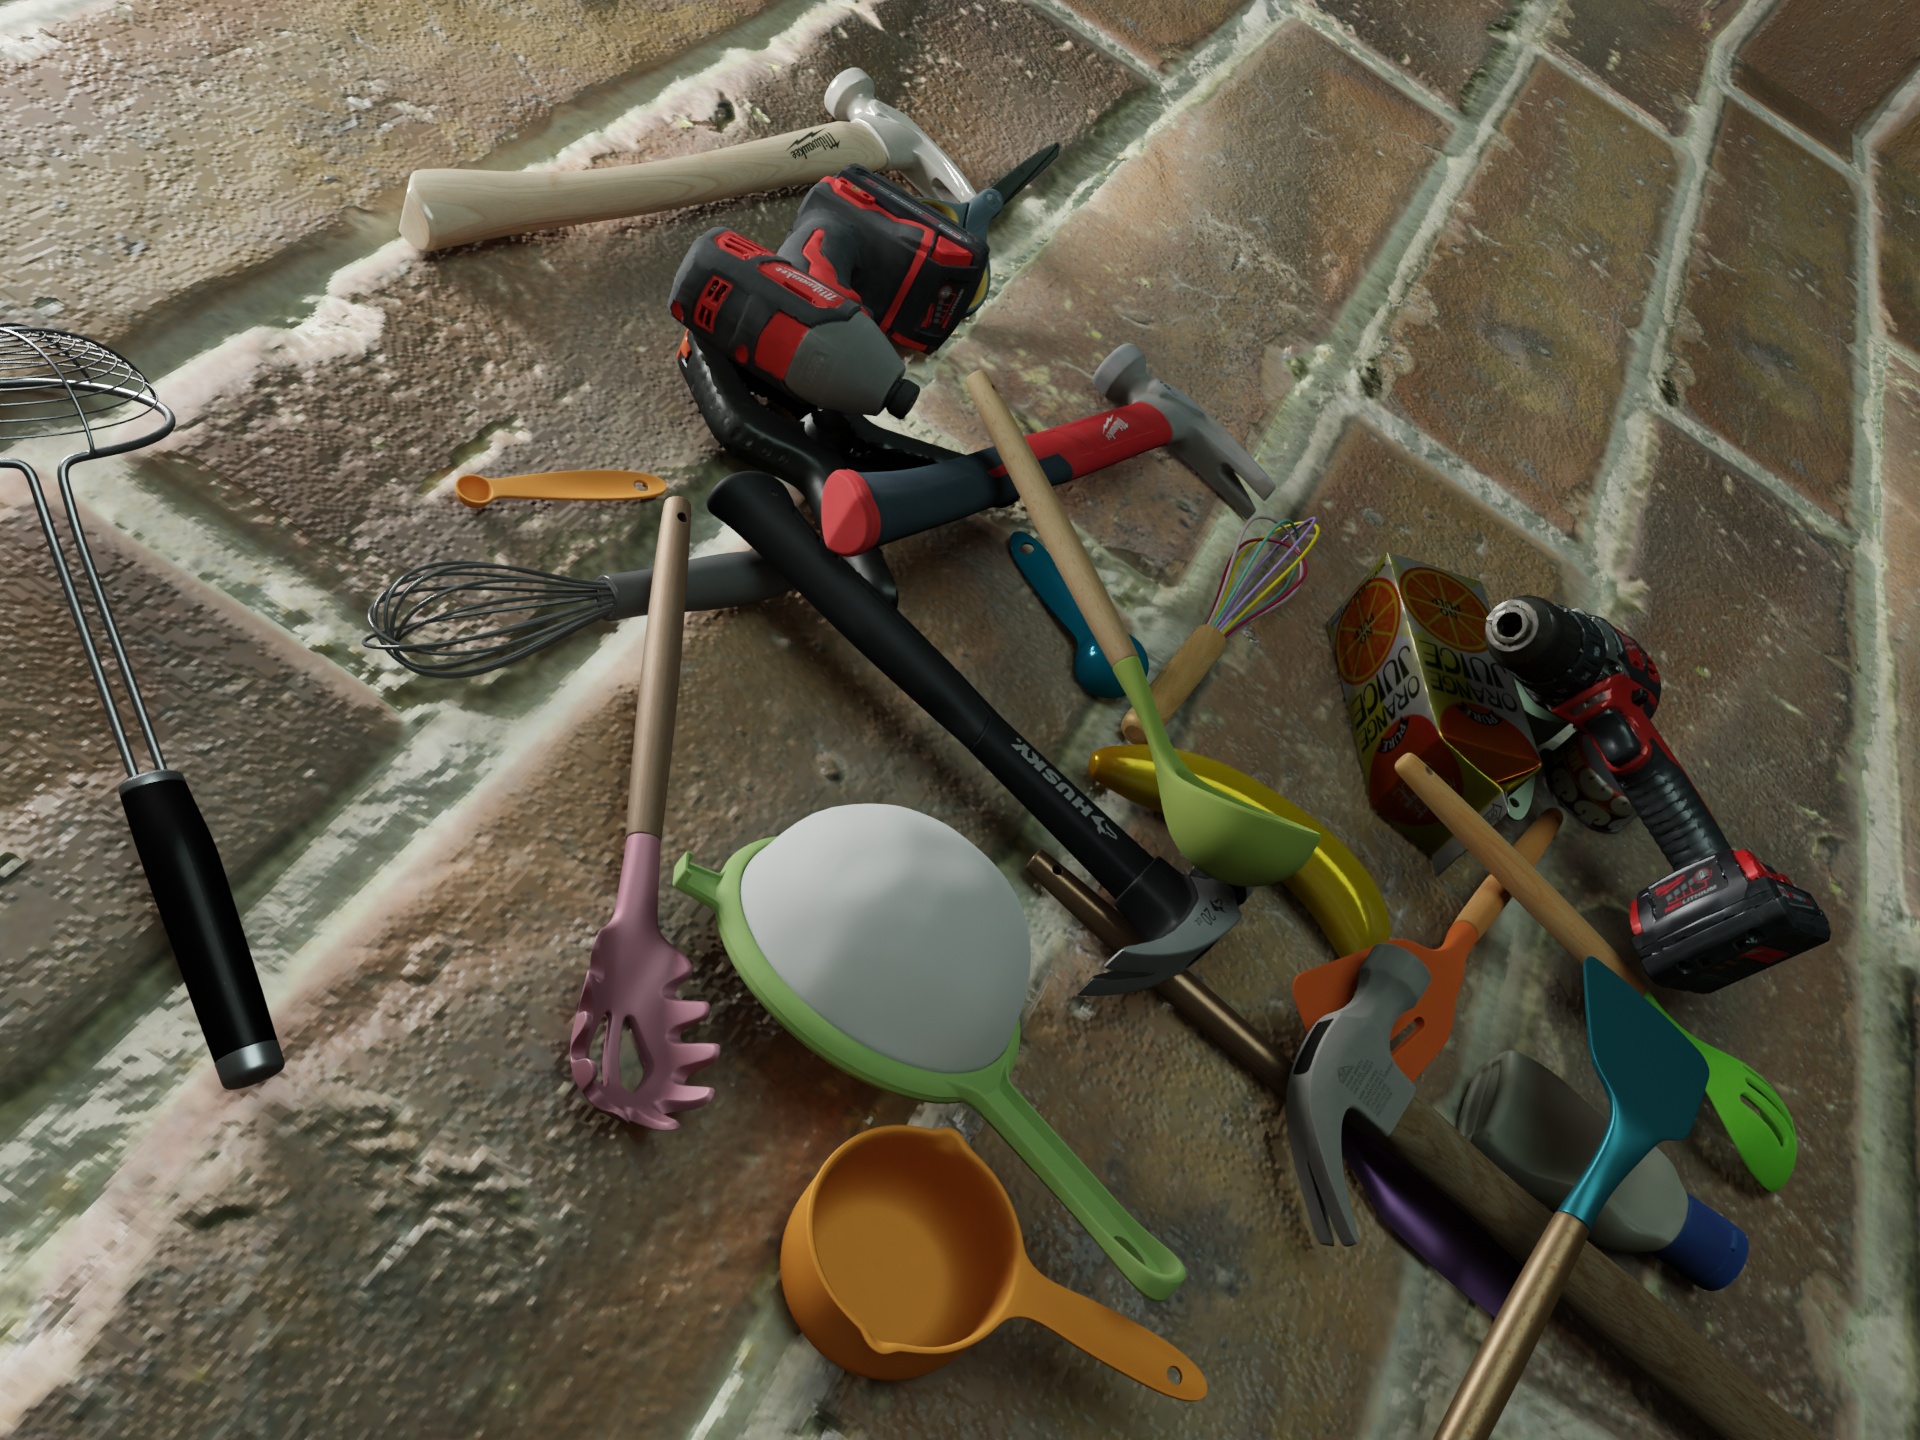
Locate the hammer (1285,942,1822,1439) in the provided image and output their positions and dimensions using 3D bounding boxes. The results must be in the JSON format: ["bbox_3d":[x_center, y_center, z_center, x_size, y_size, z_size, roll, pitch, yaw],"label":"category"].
[{"bbox_3d":[0.285,0.259,0.737,0.331,0.031,0.130,41,65,-1],"label":"hammer"}]

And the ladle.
[{"bbox_3d":[0.082,-0.058,0.805,0.078,0.062,0.320,17,44,-61],"label":"ladle"}]

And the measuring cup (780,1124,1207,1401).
[{"bbox_3d":[0.011,0.228,0.617,0.173,0.052,0.095,30,44,-6],"label":"measuring cup"}]

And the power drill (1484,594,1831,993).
[{"bbox_3d":[0.379,0.032,0.895,0.187,0.080,0.227,16,47,-49],"label":"power drill"}]

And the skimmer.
[{"bbox_3d":[-0.346,-0.015,0.640,0.127,0.090,0.363,-15,72,-38],"label":"skimmer"}]

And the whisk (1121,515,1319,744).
[{"bbox_3d":[0.156,-0.058,0.956,0.047,0.051,0.245,21,44,24],"label":"whisk"}]

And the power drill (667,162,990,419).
[{"bbox_3d":[-0.064,-0.245,0.927,0.143,0.078,0.220,31,33,-1],"label":"power drill"}]

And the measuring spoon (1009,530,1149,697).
[{"bbox_3d":[0.063,-0.067,0.910,0.042,0.021,0.129,-29,63,-10],"label":"measuring spoon"}]

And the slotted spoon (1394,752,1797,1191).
[{"bbox_3d":[0.350,0.133,0.867,0.314,0.031,0.070,45,36,-1],"label":"slotted spoon"}]

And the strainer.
[{"bbox_3d":[0.011,0.116,0.647,0.257,0.069,0.151,45,23,25],"label":"strainer"}]

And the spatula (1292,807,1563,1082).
[{"bbox_3d":[0.273,0.109,0.868,0.322,0.041,0.081,-27,91,-52],"label":"spatula"}]

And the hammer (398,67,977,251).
[{"bbox_3d":[-0.162,-0.340,1.015,0.410,0.038,0.146,-28,72,-42],"label":"hammer"}]

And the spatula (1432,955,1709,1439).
[{"bbox_3d":[0.252,0.243,0.698,0.082,0.044,0.317,42,66,-3],"label":"spatula"}]

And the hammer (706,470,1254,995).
[{"bbox_3d":[-0.001,-0.002,0.782,0.335,0.035,0.146,44,32,8],"label":"hammer"}]

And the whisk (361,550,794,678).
[{"bbox_3d":[-0.171,-0.058,0.766,0.239,0.055,0.055,-14,61,-43],"label":"whisk"}]

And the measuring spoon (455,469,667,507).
[{"bbox_3d":[-0.205,-0.118,0.822,0.117,0.011,0.021,-9,58,-39],"label":"measuring spoon"}]

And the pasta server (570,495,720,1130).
[{"bbox_3d":[-0.132,0.025,0.693,0.060,0.040,0.316,23,51,-34],"label":"pasta server"}]

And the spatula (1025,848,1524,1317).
[{"bbox_3d":[0.155,0.169,0.771,0.316,0.018,0.060,40,51,6],"label":"spatula"}]

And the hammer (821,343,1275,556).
[{"bbox_3d":[0.057,-0.140,0.923,0.143,0.038,0.386,46,36,11],"label":"hammer"}]

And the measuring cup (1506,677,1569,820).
[{"bbox_3d":[0.345,0.012,1.000,0.083,0.038,0.168,30,46,-4],"label":"measuring cup"}]
